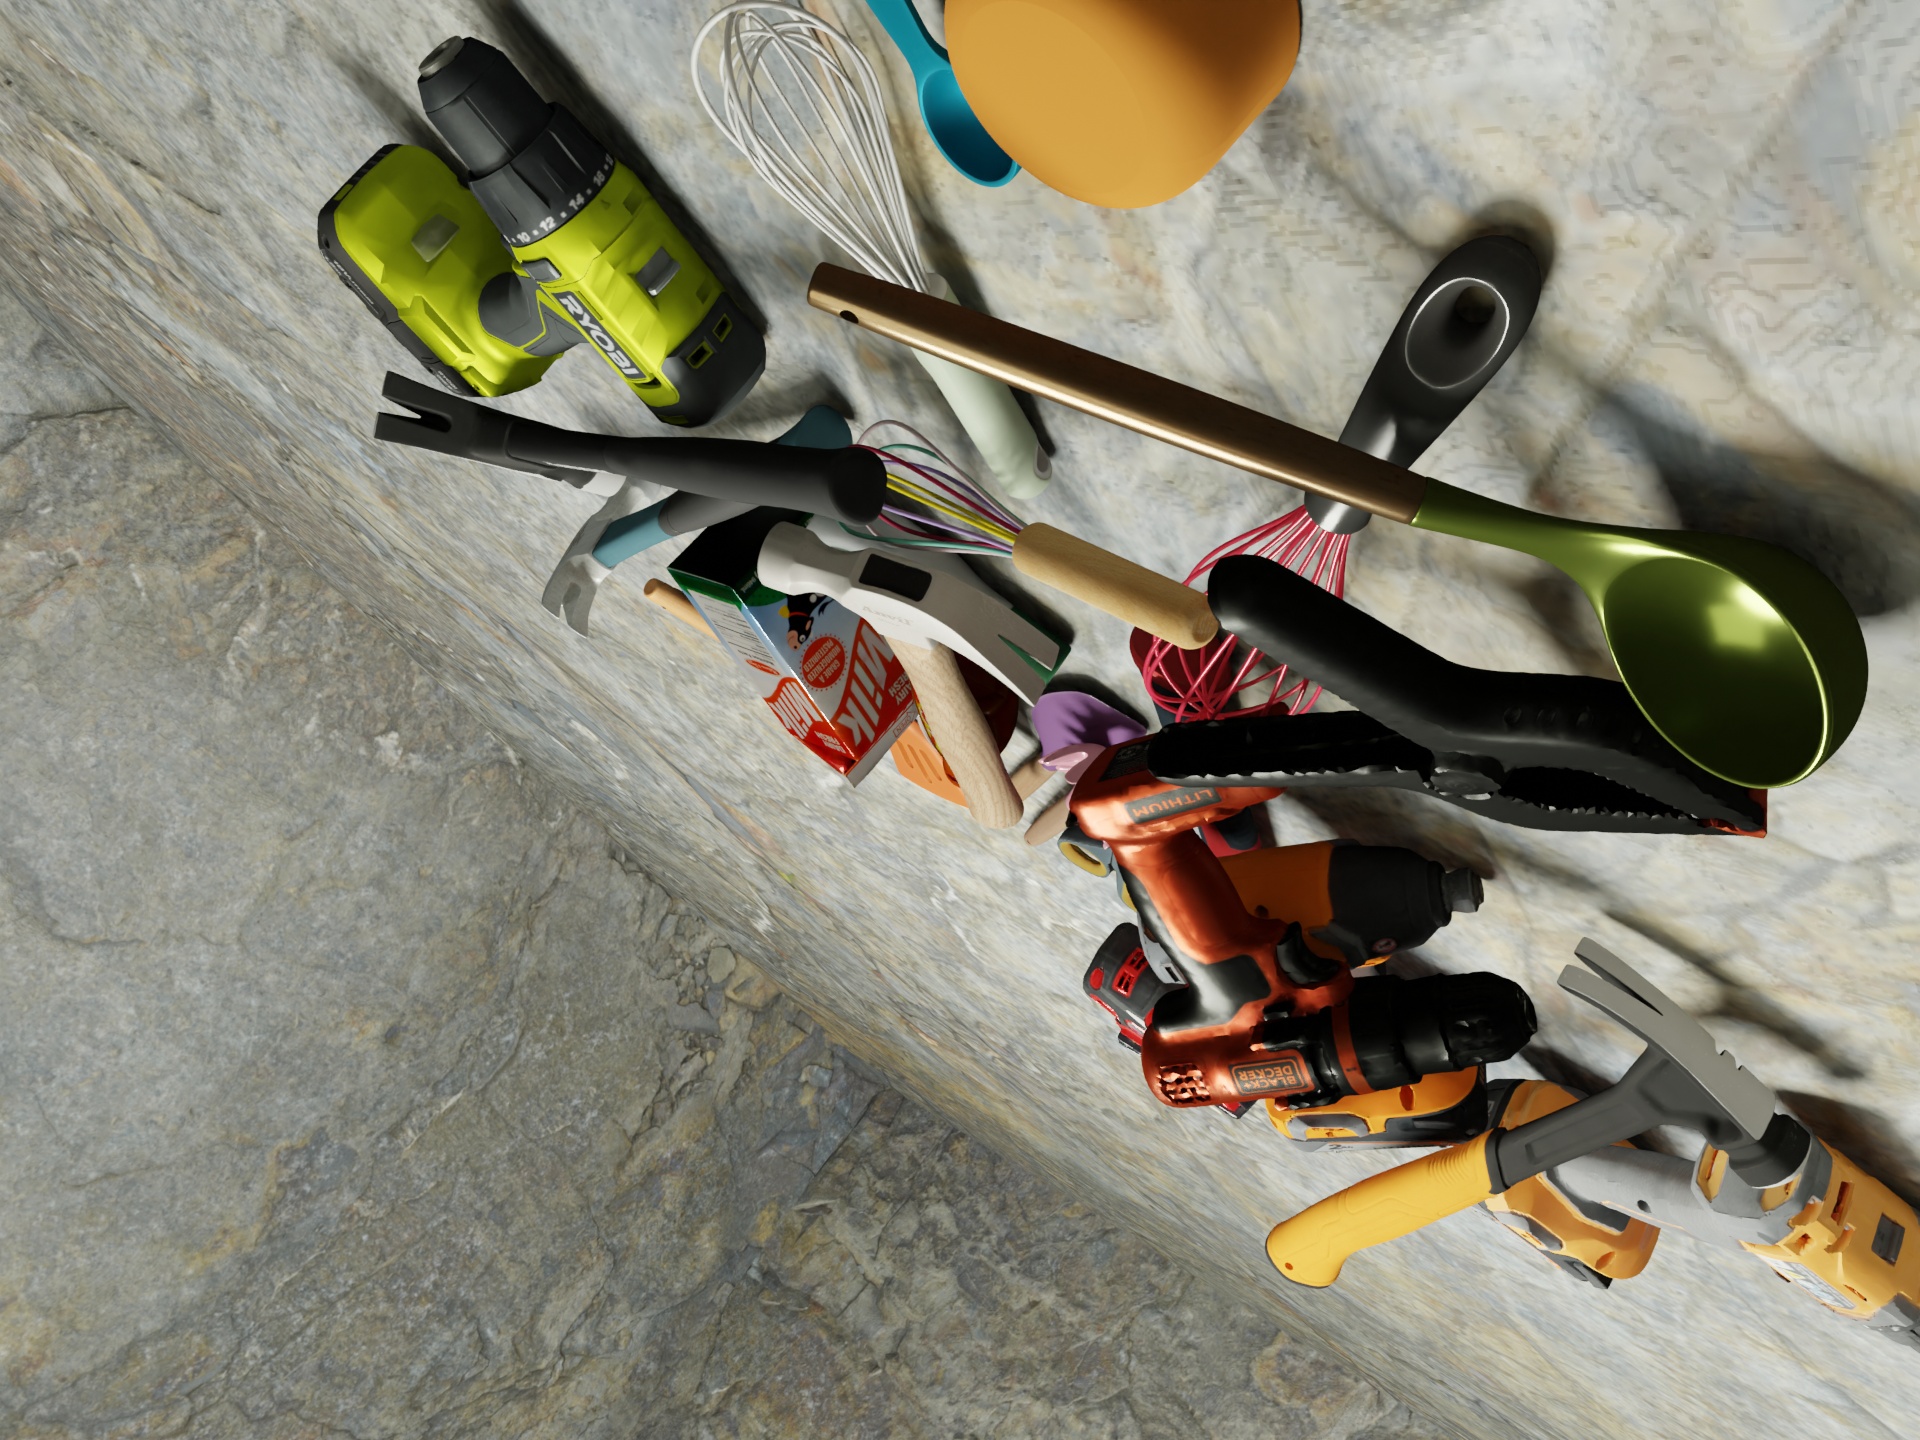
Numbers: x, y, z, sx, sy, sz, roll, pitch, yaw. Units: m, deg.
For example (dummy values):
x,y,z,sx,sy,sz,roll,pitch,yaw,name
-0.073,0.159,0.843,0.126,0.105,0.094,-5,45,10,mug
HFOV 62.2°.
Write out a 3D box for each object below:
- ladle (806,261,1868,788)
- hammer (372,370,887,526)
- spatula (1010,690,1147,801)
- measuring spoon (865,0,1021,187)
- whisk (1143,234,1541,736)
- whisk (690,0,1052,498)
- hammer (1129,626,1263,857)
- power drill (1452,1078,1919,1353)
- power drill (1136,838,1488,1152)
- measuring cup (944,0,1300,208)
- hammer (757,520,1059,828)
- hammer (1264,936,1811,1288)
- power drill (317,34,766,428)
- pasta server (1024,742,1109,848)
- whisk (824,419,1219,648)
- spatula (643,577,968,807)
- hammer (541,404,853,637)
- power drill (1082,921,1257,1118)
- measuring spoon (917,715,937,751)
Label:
x,y,z,sx,sy,sz,roll,pitch,yaw,name
0.103,-0.062,0.457,0.320,0.062,0.078,20,161,1,ladle
-0.152,-0.124,0.749,0.146,0.035,0.335,10,-176,-43,hammer
0.048,0.029,0.997,0.060,0.018,0.316,29,162,-3,spatula
-0.015,-0.224,0.483,0.128,0.021,0.042,54,159,-20,measuring spoon
0.124,-0.064,0.548,0.073,0.073,0.295,35,156,7,whisk
-0.020,-0.163,0.593,0.059,0.058,0.246,-8,145,25,whisk
0.134,0.057,0.867,0.143,0.038,0.385,28,161,33,hammer
0.391,0.260,0.818,0.185,0.084,0.226,36,160,-18,power drill
0.207,0.142,0.830,0.164,0.084,0.226,-11,136,27,power drill
0.004,-0.201,0.426,0.174,0.052,0.095,33,163,9,measuring cup
-0.001,-0.003,0.835,0.130,0.031,0.331,19,164,17,hammer
0.252,0.225,0.809,0.127,0.034,0.336,44,141,5,hammer
-0.217,-0.228,0.765,0.229,0.080,0.190,14,152,47,power drill
0.062,0.059,0.987,0.060,0.040,0.316,53,169,5,pasta server
0.013,-0.076,0.647,0.245,0.051,0.047,32,166,48,whisk
-0.095,-0.016,1.056,0.081,0.041,0.322,22,174,41,spatula
-0.153,-0.120,0.892,0.033,0.128,0.331,38,156,-25,hammer
0.162,0.204,1.057,0.143,0.078,0.219,31,173,18,power drill
-0.012,-0.015,1.021,0.034,0.018,0.124,49,161,22,measuring spoon
